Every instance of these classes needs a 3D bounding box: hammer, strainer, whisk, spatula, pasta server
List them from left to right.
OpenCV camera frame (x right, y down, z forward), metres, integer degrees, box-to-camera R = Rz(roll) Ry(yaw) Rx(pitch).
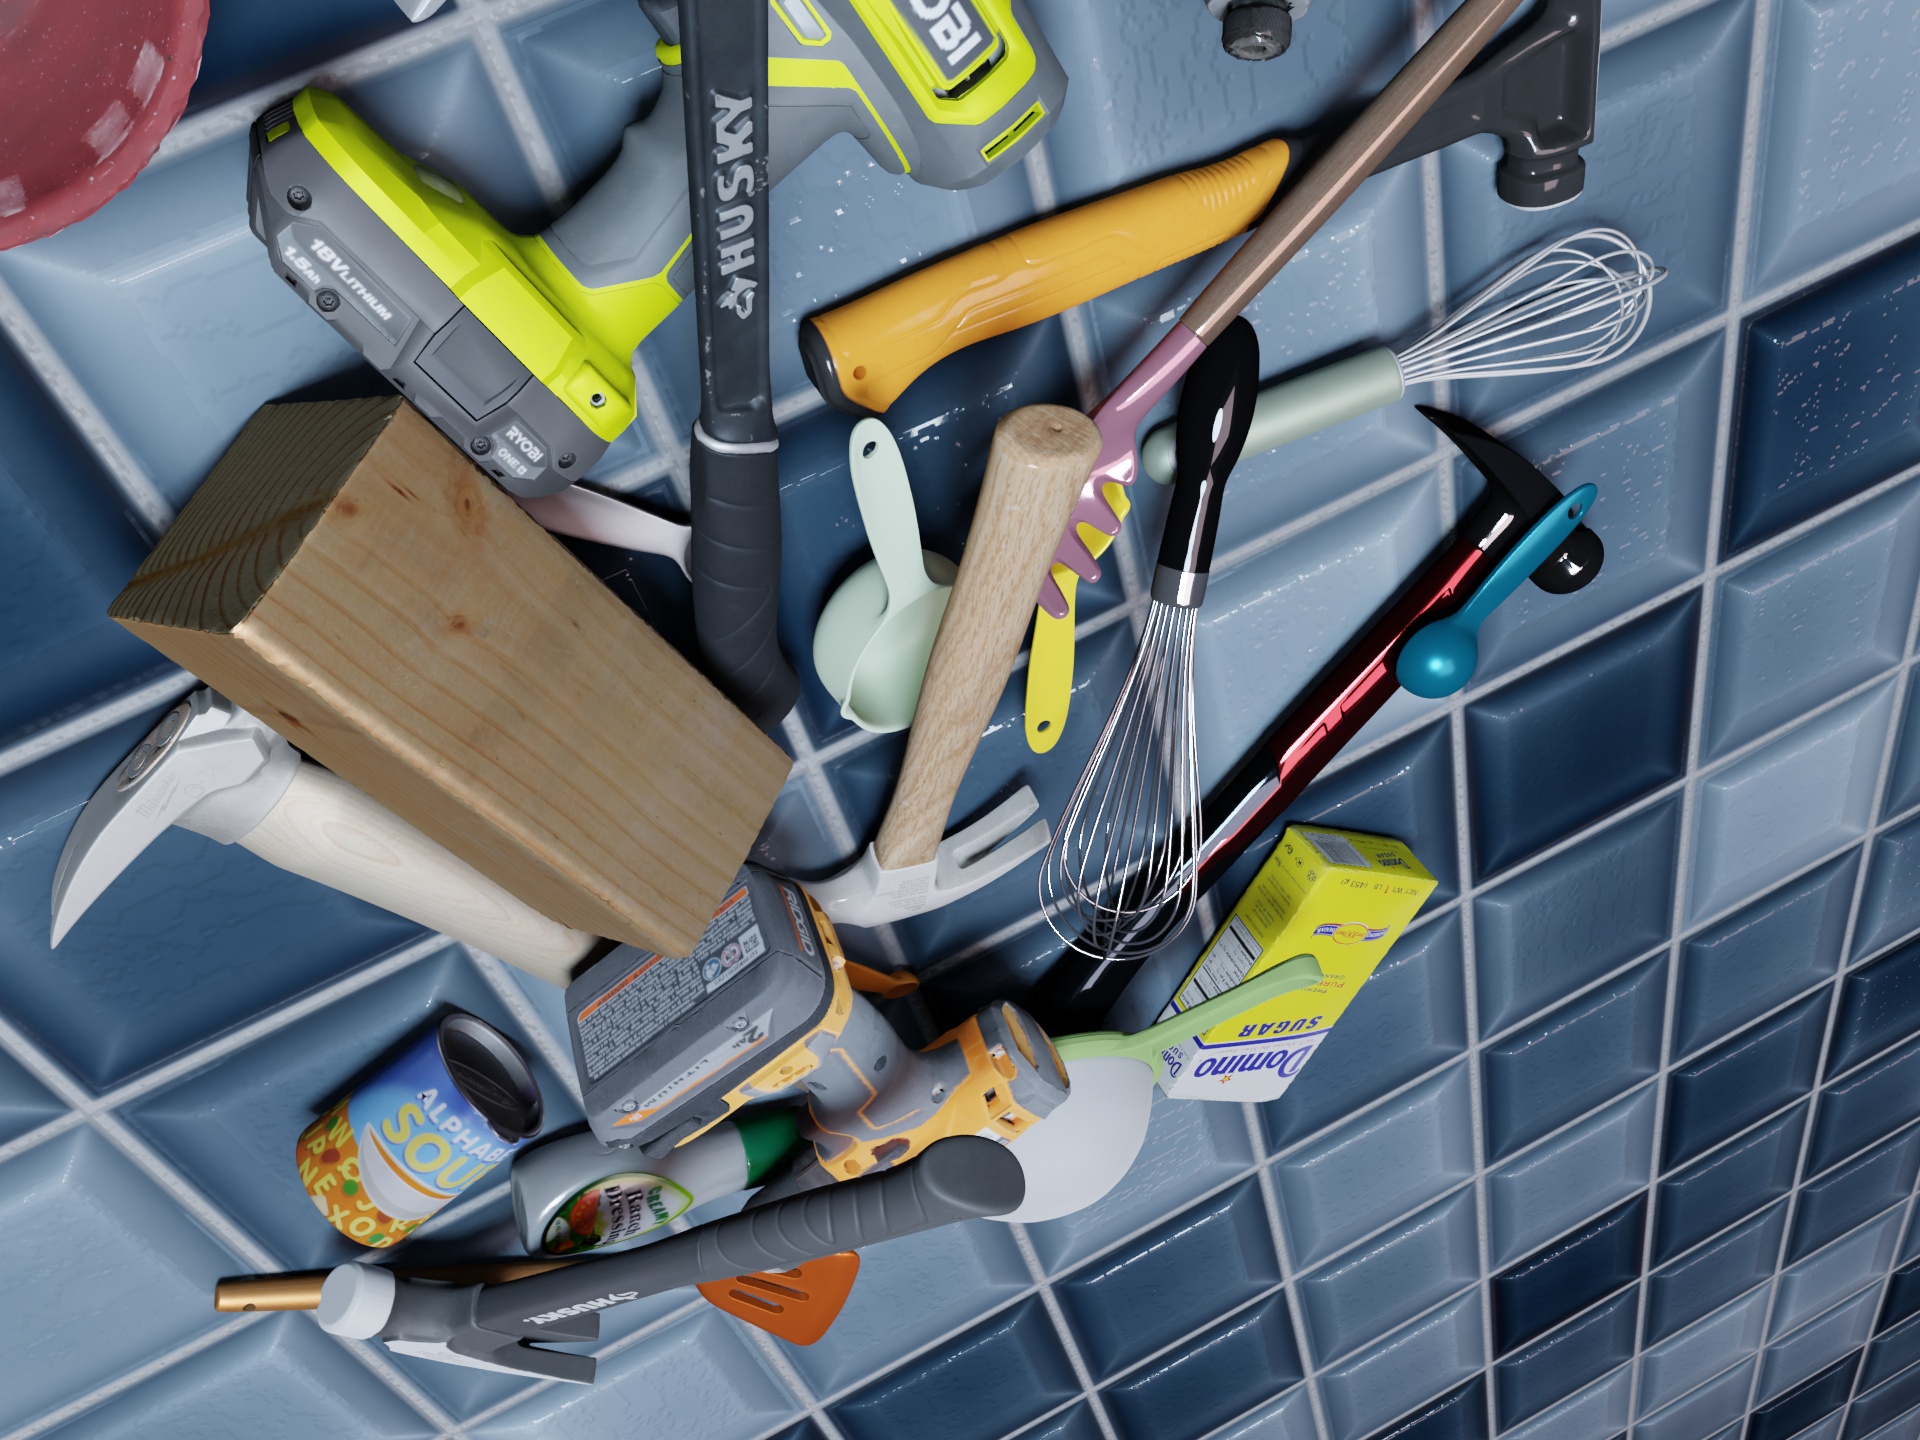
[{"bbox_3d":[-0.209,0.295,0.821,0.322,0.041,0.081,8,121,-31],"label":"spatula"},{"bbox_3d":[-0.173,0.110,0.701,0.146,0.038,0.410,-44,132,10],"label":"hammer"},{"bbox_3d":[-0.117,0.239,0.700,0.335,0.035,0.146,-24,140,27],"label":"hammer"},{"bbox_3d":[-0.073,-0.098,0.488,0.149,0.036,0.408,-28,158,-21],"label":"hammer"},{"bbox_3d":[-0.001,-0.002,0.632,0.130,0.031,0.331,-11,151,-20],"label":"hammer"},{"bbox_3d":[0.085,0.202,0.826,0.256,0.069,0.151,-33,146,26],"label":"strainer"},{"bbox_3d":[0.085,-0.027,0.670,0.070,0.070,0.284,0,110,-27],"label":"whisk"},{"bbox_3d":[0.094,-0.202,0.602,0.337,0.034,0.127,-25,133,-9],"label":"hammer"},{"bbox_3d":[0.111,-0.162,0.595,0.316,0.040,0.060,-47,147,13],"label":"pasta server"},{"bbox_3d":[0.150,0.023,0.801,0.143,0.038,0.386,29,108,-38],"label":"hammer"},{"bbox_3d":[0.192,-0.153,0.686,0.246,0.059,0.057,-21,107,-6],"label":"whisk"}]

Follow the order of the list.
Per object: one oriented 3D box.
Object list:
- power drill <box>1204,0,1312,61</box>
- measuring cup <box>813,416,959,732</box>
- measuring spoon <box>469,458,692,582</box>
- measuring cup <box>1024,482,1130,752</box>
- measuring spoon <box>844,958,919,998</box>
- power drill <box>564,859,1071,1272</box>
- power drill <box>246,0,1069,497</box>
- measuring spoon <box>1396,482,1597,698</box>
[{"bbox_3d":[0.034,-0.279,0.438,0.219,0.079,0.143,2,91,-40],"label":"power drill"},{"bbox_3d":[-0.031,-0.062,0.619,0.083,0.038,0.167,-35,146,-16],"label":"measuring cup"},{"bbox_3d":[-0.131,-0.078,0.597,0.124,0.018,0.034,15,118,-27],"label":"measuring spoon"},{"bbox_3d":[0.036,-0.052,0.693,0.062,0.029,0.156,-14,132,-18],"label":"measuring cup"},{"bbox_3d":[-0.056,0.119,0.769,0.021,0.011,0.116,-32,149,20],"label":"measuring spoon"},{"bbox_3d":[-0.077,0.172,0.721,0.185,0.084,0.226,-38,136,12],"label":"power drill"},{"bbox_3d":[-0.099,-0.197,0.478,0.228,0.080,0.190,-41,129,3],"label":"power drill"},{"bbox_3d":[0.260,-0.058,0.754,0.042,0.021,0.128,27,110,-36],"label":"measuring spoon"}]
